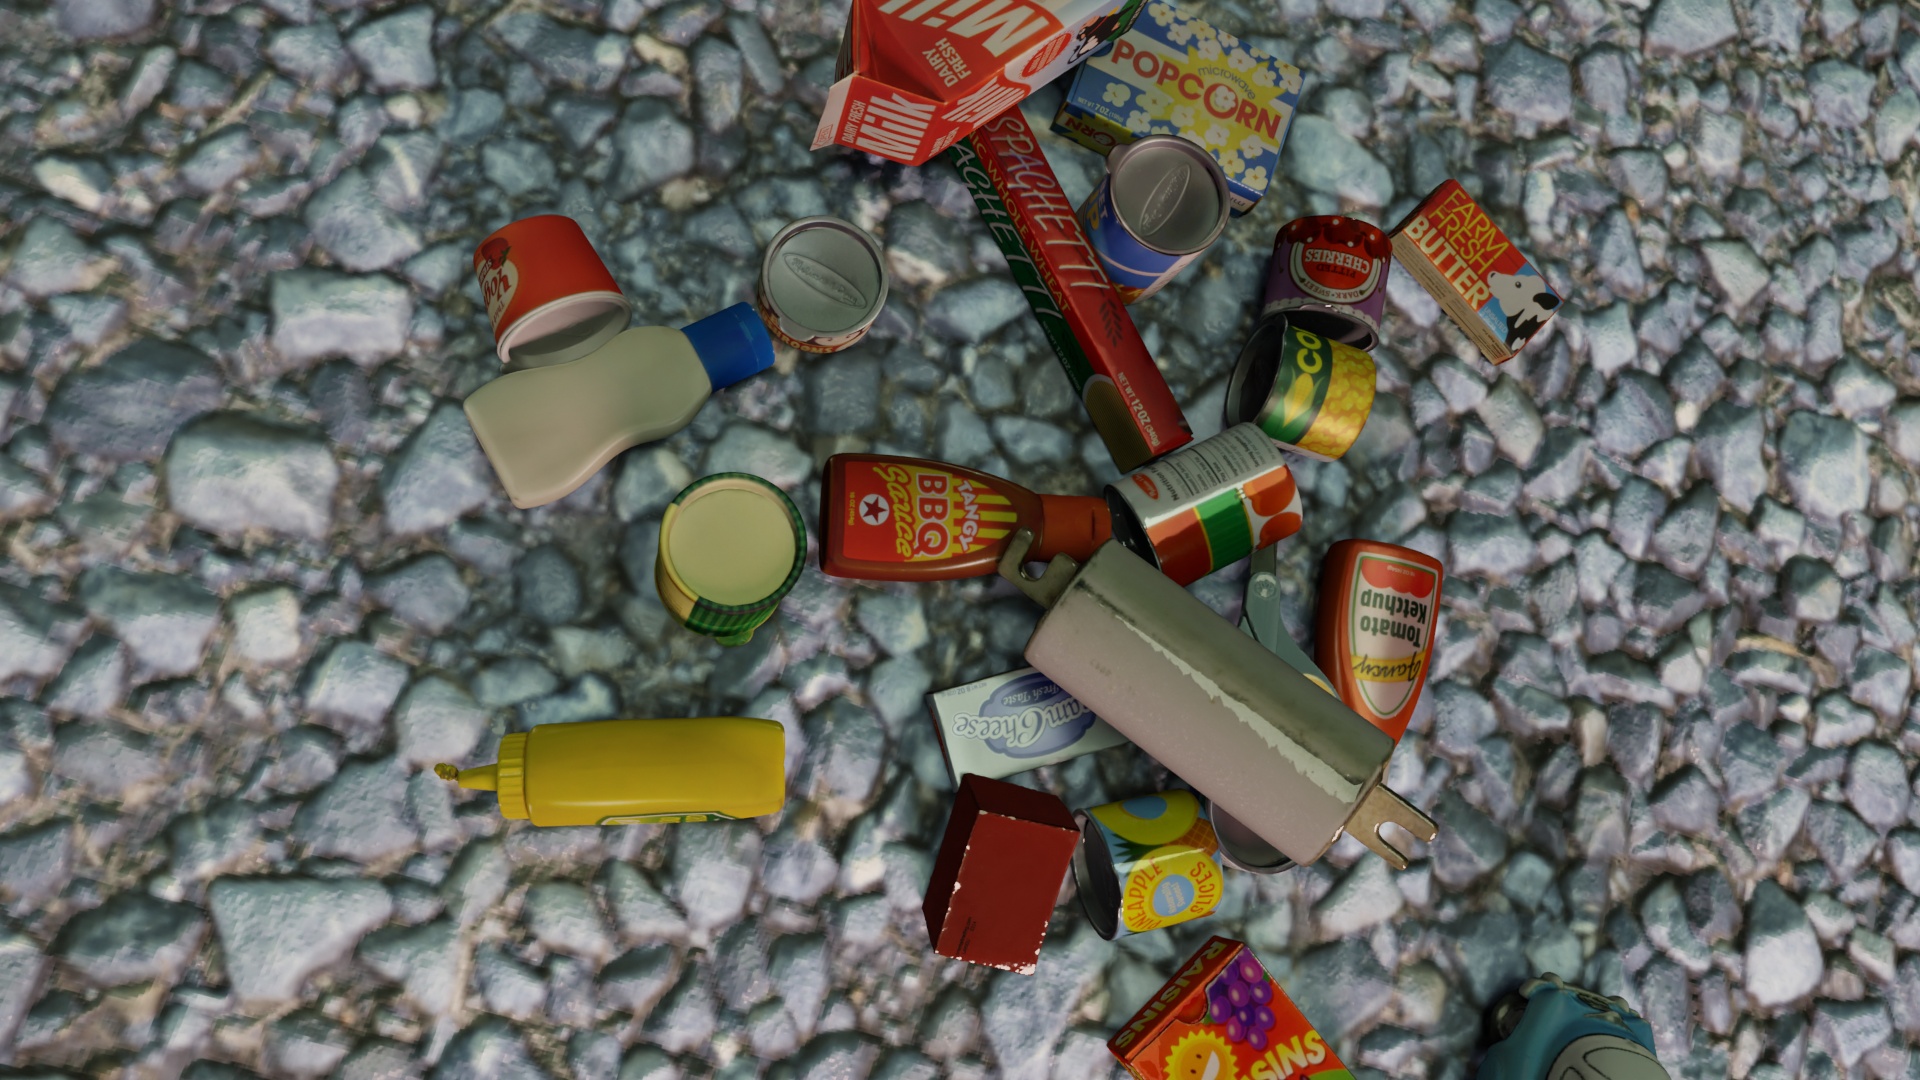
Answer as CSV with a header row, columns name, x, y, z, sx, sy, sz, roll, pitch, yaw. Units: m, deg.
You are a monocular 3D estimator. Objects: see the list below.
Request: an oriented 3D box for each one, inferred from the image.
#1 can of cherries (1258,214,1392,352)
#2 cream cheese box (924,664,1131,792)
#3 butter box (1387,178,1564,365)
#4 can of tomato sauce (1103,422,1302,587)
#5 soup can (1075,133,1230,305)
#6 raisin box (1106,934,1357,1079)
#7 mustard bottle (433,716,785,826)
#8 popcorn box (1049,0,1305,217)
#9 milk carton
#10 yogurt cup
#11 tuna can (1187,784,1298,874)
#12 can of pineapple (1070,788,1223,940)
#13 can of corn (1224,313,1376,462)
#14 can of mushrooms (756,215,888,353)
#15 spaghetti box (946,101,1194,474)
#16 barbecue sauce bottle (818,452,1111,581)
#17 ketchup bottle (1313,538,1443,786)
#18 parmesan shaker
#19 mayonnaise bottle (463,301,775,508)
name,x,y,z,sx,sy,sz,roll,pitch,yaw
can of cherries,0.205,-0.142,0.777,0.071,0.071,0.058,16,77,-10
cream cheese box,0.038,0.091,0.722,0.104,0.024,0.053,-14,86,-15
butter box,0.306,-0.160,0.828,0.053,0.024,0.103,-43,92,-15
can of tomato sauce,0.127,-0.015,0.731,0.083,0.071,0.071,-25,87,-7
soup can,0.096,-0.172,0.749,0.071,0.083,0.071,2,80,-13
raisin box,0.147,0.278,0.708,0.086,0.040,0.123,-39,90,-15
mustard bottle,-0.163,0.109,0.653,0.160,0.065,0.049,-1,76,-8
popcorn box,0.125,-0.251,0.794,0.127,0.038,0.085,23,77,-9
milk carton,0.005,-0.256,0.697,0.191,0.072,0.073,-37,90,-17
yogurt cup,-0.203,-0.123,0.681,0.072,0.072,0.054,-24,79,-16
tuna can,0.155,0.140,0.736,0.071,0.032,0.071,2,80,-13
can of pineapple,0.093,0.163,0.699,0.058,0.071,0.071,-9,83,-15
can of corn,0.187,-0.084,0.763,0.058,0.071,0.071,17,77,-11
can of mushrooms,-0.074,-0.132,0.728,0.071,0.033,0.071,2,80,-14
spaghetti box,0.049,-0.154,0.753,0.029,0.050,0.250,-27,87,-17
barbecue sauce bottle,0.003,-0.009,0.720,0.149,0.043,0.065,4,78,-13
ketchup bottle,0.222,0.077,0.758,0.065,0.043,0.149,14,78,-11
parmesan shaker,-0.110,0.011,0.659,0.071,0.103,0.071,2,81,-13
mayonnaise bottle,-0.166,-0.073,0.693,0.148,0.041,0.065,-28,90,-17
